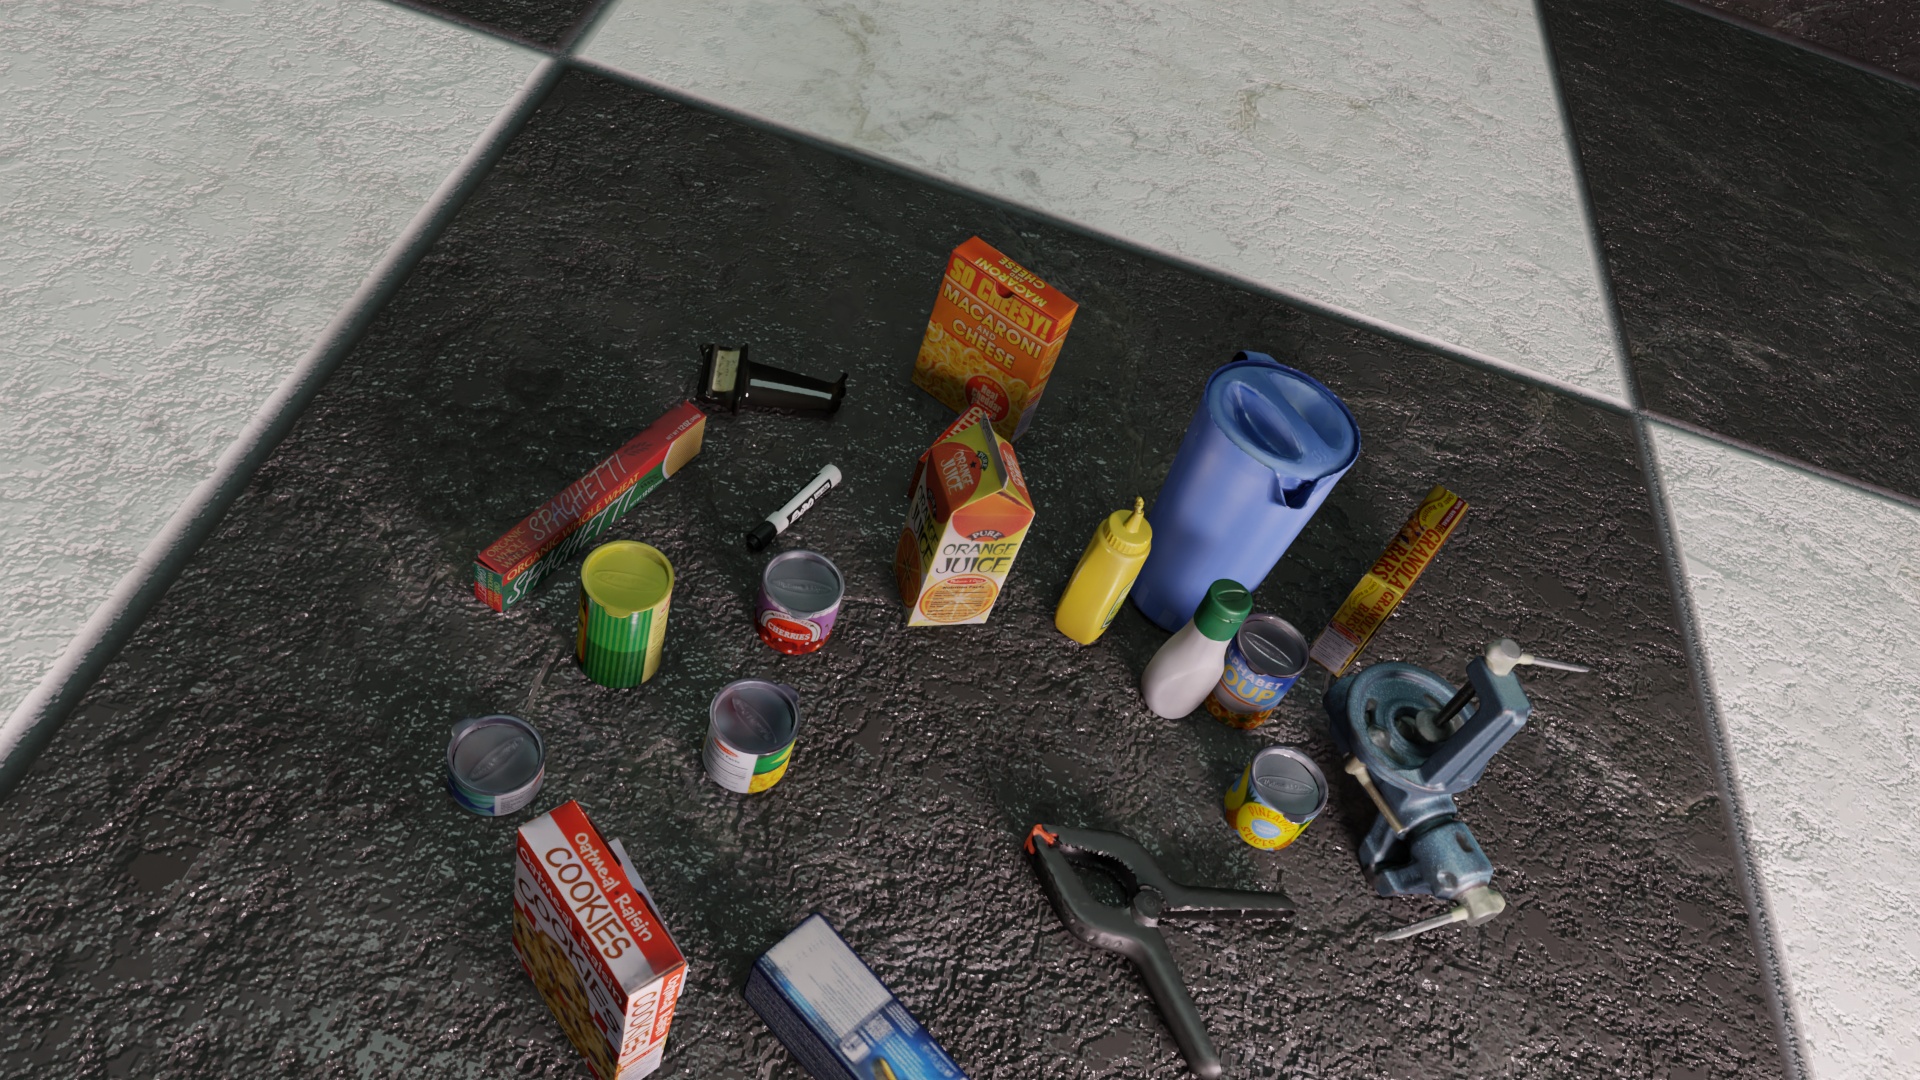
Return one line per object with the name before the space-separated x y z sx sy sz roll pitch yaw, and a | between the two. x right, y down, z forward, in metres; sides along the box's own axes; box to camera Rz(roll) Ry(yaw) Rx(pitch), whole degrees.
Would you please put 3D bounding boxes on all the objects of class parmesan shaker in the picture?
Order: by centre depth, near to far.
parmesan shaker | -0.255 0.059 1.045 0.071 0.102 0.072 10 48 -11

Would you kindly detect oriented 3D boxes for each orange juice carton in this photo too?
orange juice carton | 0.004 -0.014 1.138 0.073 0.191 0.072 -1 51 -20

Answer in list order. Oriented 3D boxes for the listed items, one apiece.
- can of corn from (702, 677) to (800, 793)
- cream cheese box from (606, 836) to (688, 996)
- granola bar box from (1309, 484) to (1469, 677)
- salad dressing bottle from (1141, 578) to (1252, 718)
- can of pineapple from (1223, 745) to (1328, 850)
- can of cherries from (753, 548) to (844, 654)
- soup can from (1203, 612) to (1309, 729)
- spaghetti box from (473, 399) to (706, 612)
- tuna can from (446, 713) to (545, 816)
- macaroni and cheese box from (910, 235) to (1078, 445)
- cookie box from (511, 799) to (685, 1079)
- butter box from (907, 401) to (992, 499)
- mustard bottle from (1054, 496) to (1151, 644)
can of corn | -0.155 0.145 1.035 0.071 0.058 0.071 10 48 -11
cream cheese box | -0.217 0.254 0.921 0.024 0.053 0.104 -21 59 -32
granola bar box | 0.393 0.036 1.276 0.039 0.123 0.166 37 49 14
salad dressing bottle | 0.195 0.090 1.144 0.064 0.146 0.044 -4 52 -22
can of pineapple | 0.253 0.209 1.120 0.071 0.057 0.071 10 48 -11
can of cherries | -0.132 0.052 1.125 0.071 0.058 0.072 10 48 -11
soup can | 0.248 0.114 1.185 0.071 0.083 0.072 10 48 -11
spaghetti box | -0.301 -0.033 1.146 0.029 0.049 0.251 33 48 11
tuna can | -0.330 0.157 0.981 0.071 0.032 0.071 10 48 -11
macaroni and cheese box | 0.029 -0.185 1.315 0.124 0.165 0.040 36 48 13
cookie box | -0.223 0.250 0.844 0.040 0.166 0.123 -26 62 -35
butter box | -0.009 -0.080 1.287 0.024 0.052 0.104 32 47 10
mustard bottle | 0.126 0.021 1.172 0.049 0.159 0.066 32 48 10
